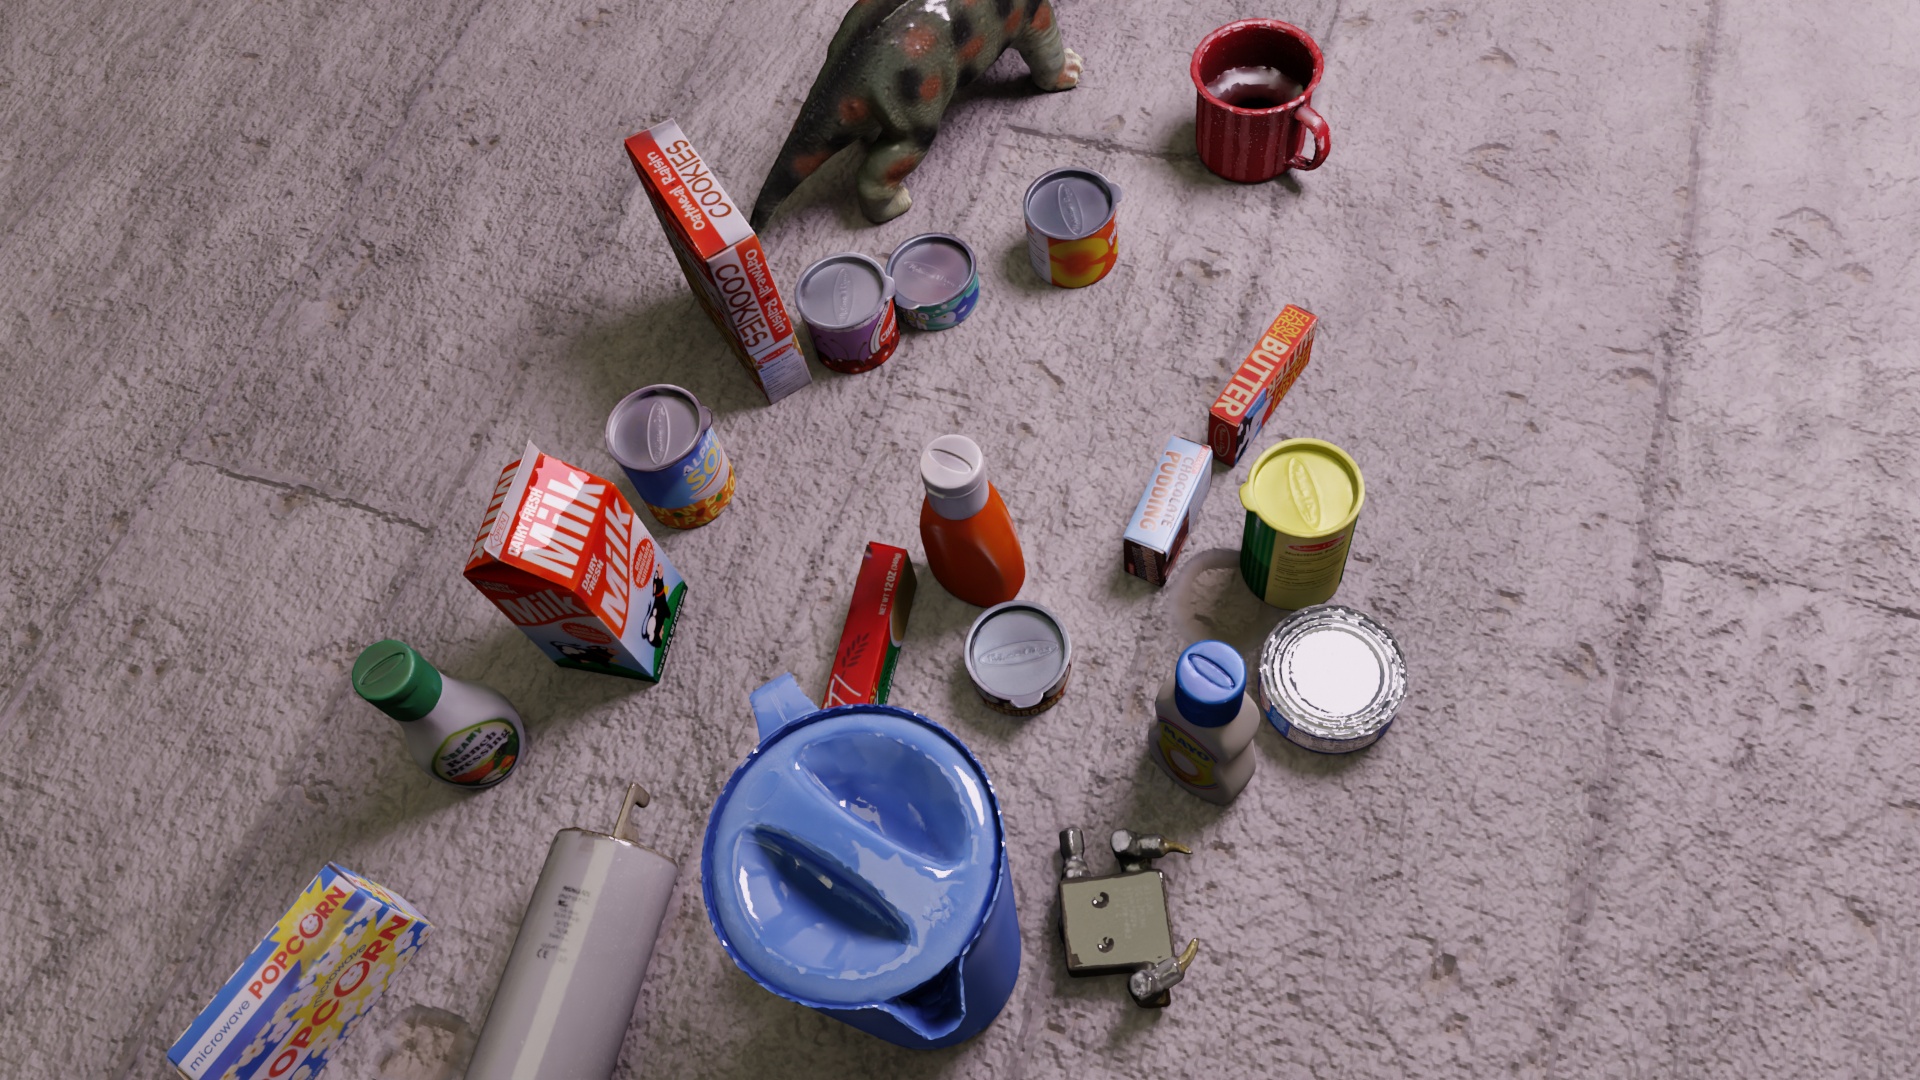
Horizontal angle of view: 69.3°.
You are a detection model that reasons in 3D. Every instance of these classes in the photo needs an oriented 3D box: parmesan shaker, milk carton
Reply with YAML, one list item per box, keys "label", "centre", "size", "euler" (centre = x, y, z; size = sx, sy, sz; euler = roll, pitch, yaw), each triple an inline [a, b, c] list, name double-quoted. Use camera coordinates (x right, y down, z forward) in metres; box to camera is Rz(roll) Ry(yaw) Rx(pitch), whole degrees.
- label: "parmesan shaker"
  centre: [0.202, -0.008, 0.844]
  size: [0.071, 0.102, 0.071]
  euler: [-3, 62, 6]
- label: "milk carton"
  centre: [-0.235, 0.016, 0.839]
  size: [0.073, 0.189, 0.072]
  euler: [8, 64, 11]

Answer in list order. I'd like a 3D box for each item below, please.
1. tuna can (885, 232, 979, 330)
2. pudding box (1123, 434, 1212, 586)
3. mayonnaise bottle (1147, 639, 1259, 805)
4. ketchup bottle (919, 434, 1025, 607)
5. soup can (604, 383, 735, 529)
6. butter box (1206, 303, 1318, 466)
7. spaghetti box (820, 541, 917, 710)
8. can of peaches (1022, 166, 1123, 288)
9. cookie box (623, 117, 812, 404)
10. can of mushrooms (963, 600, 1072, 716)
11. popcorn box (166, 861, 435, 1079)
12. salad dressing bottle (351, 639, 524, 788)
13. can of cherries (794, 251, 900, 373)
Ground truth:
- label: "tuna can"
  centre: [-0.021, -0.185, 1.006]
  size: [0.071, 0.032, 0.071]
  euler: [-3, 62, 6]
- label: "pudding box"
  centre: [0.133, -0.019, 0.889]
  size: [0.030, 0.049, 0.084]
  euler: [21, 67, 17]
- label: "mayonnaise bottle"
  centre: [0.136, 0.100, 0.771]
  size: [0.065, 0.147, 0.041]
  euler: [36, 73, 22]
- label: "ketchup bottle"
  centre: [0.003, -0.011, 0.846]
  size: [0.065, 0.148, 0.044]
  euler: [25, 69, 19]
- label: "soup can"
  centre: [-0.190, -0.055, 0.931]
  size: [0.071, 0.083, 0.071]
  euler: [-3, 62, 6]
- label: "butter box"
  centre: [0.200, -0.104, 0.923]
  size: [0.024, 0.053, 0.104]
  euler: [31, 70, 21]
- label: "spaghetti box"
  centre: [-0.070, 0.122, 0.841]
  size: [0.029, 0.050, 0.251]
  euler: [8, 64, 12]
- label: "can of peaches"
  centre: [0.082, -0.225, 0.999]
  size: [0.071, 0.057, 0.071]
  euler: [-3, 62, 6]
- label: "cookie box"
  centre: [-0.164, -0.186, 0.949]
  size: [0.040, 0.166, 0.123]
  euler: [-32, 63, -9]
- label: "can of mushrooms"
  centre: [0.037, 0.076, 0.861]
  size: [0.071, 0.033, 0.071]
  euler: [-3, 62, 6]
- label: "popcorn box"
  centre: [-0.372, 0.255, 0.791]
  size: [0.038, 0.085, 0.127]
  euler: [29, 70, 20]
- label: "salad dressing bottle"
  centre: [-0.310, 0.104, 0.827]
  size: [0.064, 0.147, 0.044]
  euler: [-37, 64, -11]
- label: "can of cherries"
  centre: [-0.077, -0.160, 0.986]
  size: [0.071, 0.058, 0.072]
  euler: [-3, 62, 6]
